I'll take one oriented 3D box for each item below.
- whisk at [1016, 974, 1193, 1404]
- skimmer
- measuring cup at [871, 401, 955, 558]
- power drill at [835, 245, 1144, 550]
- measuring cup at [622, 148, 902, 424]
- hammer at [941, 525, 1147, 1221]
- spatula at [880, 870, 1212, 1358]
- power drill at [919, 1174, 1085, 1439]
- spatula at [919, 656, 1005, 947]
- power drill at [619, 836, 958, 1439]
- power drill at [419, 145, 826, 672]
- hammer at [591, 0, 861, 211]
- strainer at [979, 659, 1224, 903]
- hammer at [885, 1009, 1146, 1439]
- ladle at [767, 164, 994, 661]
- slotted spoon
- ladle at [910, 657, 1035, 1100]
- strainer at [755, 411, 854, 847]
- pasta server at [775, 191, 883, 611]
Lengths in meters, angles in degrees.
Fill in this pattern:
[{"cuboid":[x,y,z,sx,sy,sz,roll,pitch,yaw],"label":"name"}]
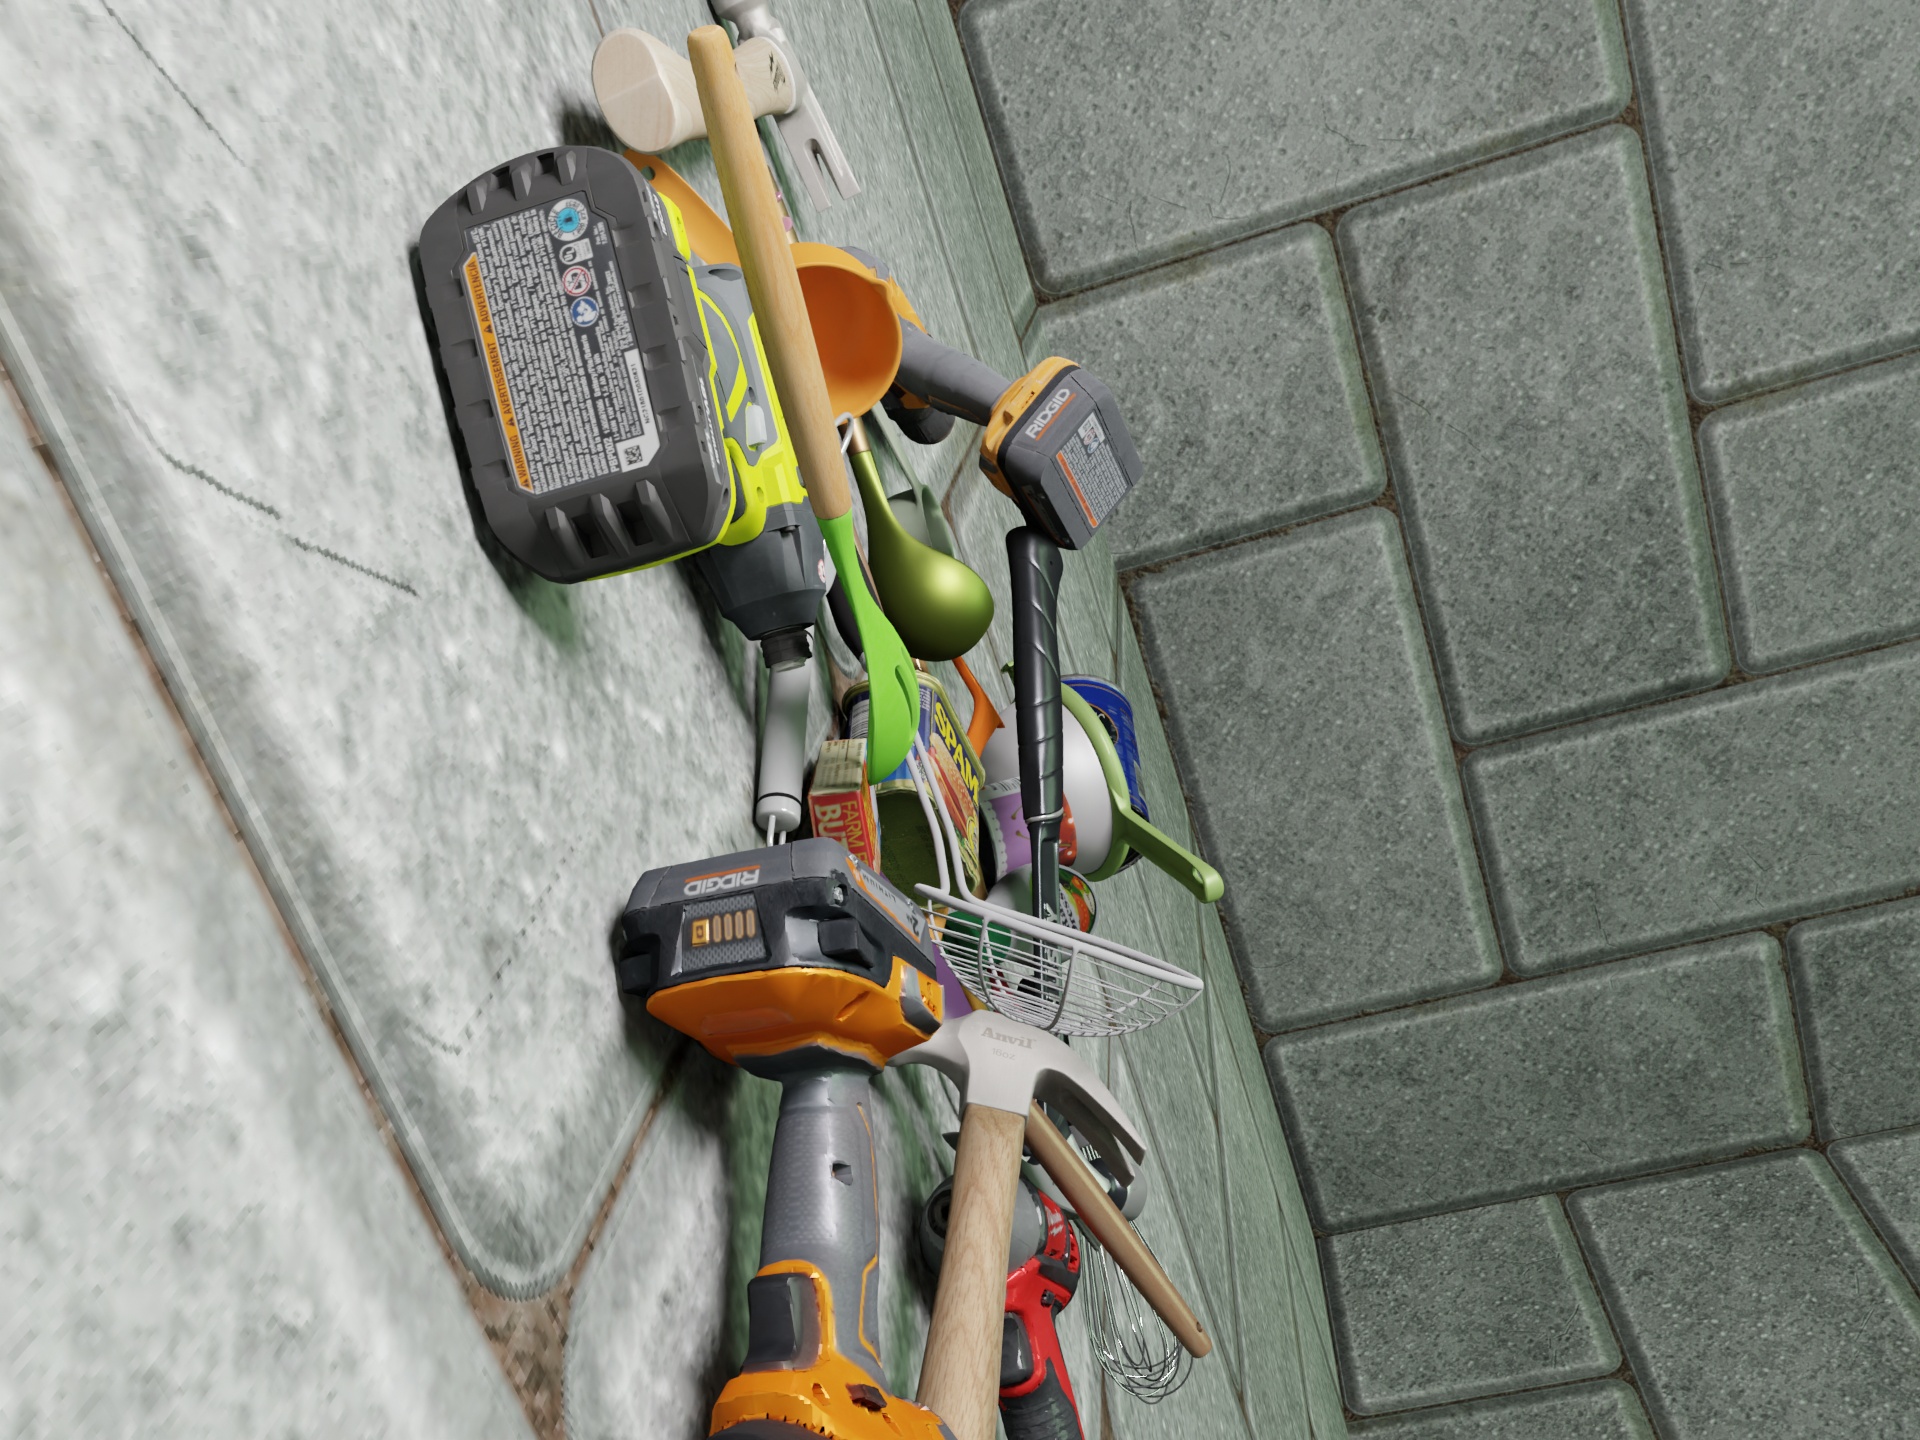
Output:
[{"cuboid":[0.088,0.307,1.057,0.070,0.070,0.285,29,43,-74],"label":"whisk"},{"cuboid":[-0.001,-0.002,0.754,0.127,0.090,0.364,22,34,-43],"label":"skimmer"},{"cuboid":[-0.046,-0.149,1.039,0.083,0.038,0.167,-91,160,-50],"label":"measuring cup"},{"cuboid":[0.009,-0.200,1.036,0.226,0.084,0.185,37,-5,27],"label":"power drill"},{"cuboid":[-0.104,-0.223,0.792,0.173,0.095,0.052,42,14,-32],"label":"measuring cup"},{"cuboid":[0.044,0.072,0.914,0.149,0.036,0.409,27,54,-47],"label":"hammer"},{"cuboid":[0.032,0.197,0.786,0.316,0.018,0.060,54,30,-10],"label":"spatula"},{"cuboid":[0.030,0.313,0.712,0.143,0.078,0.220,57,18,-58],"label":"power drill"},{"cuboid":[-0.009,0.047,0.940,0.081,0.041,0.323,56,28,-29],"label":"spatula"},{"cuboid":[-0.053,0.158,0.498,0.164,0.084,0.227,50,31,-63],"label":"power drill"},{"cuboid":[-0.105,-0.106,0.600,0.223,0.080,0.171,5,70,-81],"label":"power drill"},{"cuboid":[-0.117,-0.320,0.834,0.411,0.038,0.146,-84,150,-66],"label":"hammer"},{"cuboid":[0.077,0.069,1.079,0.257,0.069,0.151,36,-43,54],"label":"strainer"},{"cuboid":[0.003,0.253,0.621,0.332,0.130,0.031,-80,-176,-48],"label":"hammer"},{"cuboid":[-0.062,-0.187,0.968,0.062,0.078,0.320,-17,86,-52],"label":"ladle"},{"cuboid":[-0.054,-0.101,0.606,0.070,0.031,0.313,-94,173,-52],"label":"slotted spoon"},{"cuboid":[0.004,0.093,0.994,0.069,0.031,0.315,29,45,-73],"label":"ladle"},{"cuboid":[-0.079,-0.047,0.737,0.086,0.050,0.259,74,13,-53],"label":"strainer"},{"cuboid":[-0.070,-0.136,0.903,0.060,0.040,0.316,-106,178,-72],"label":"pasta server"}]
